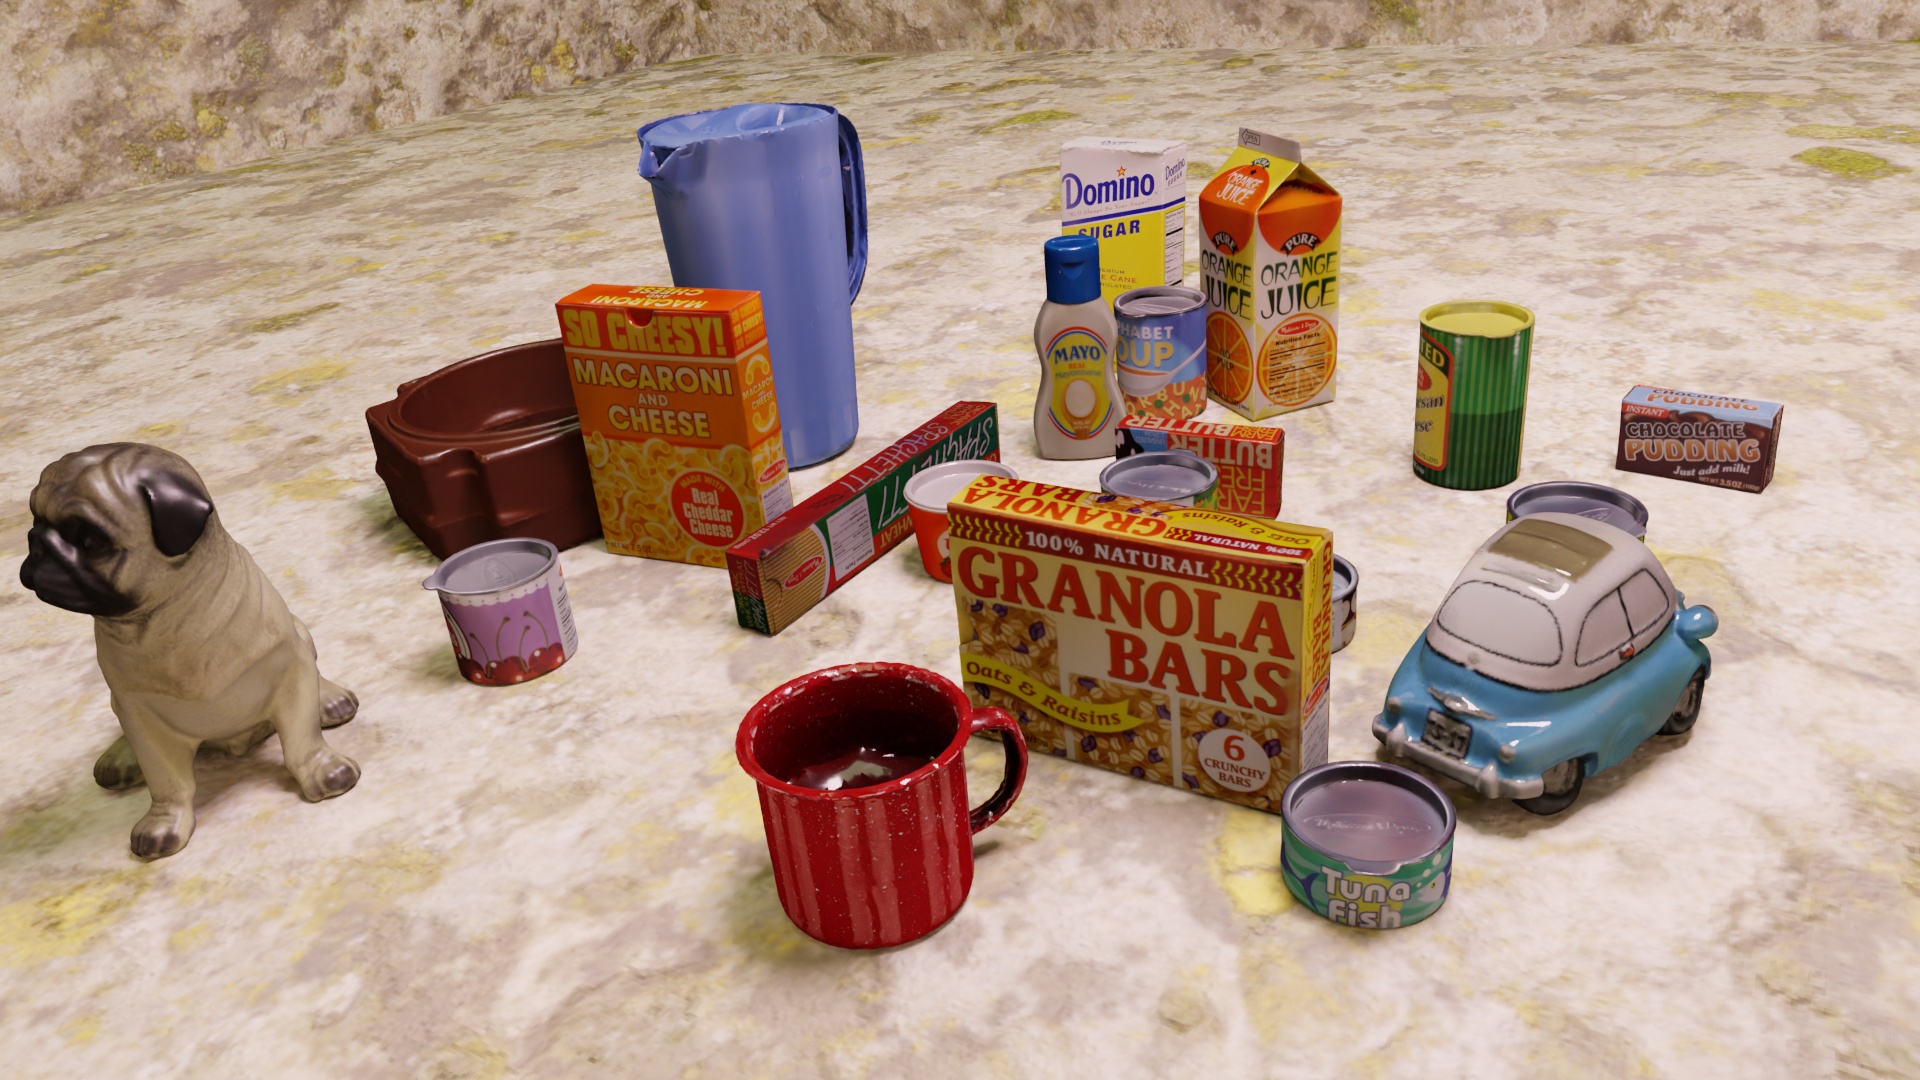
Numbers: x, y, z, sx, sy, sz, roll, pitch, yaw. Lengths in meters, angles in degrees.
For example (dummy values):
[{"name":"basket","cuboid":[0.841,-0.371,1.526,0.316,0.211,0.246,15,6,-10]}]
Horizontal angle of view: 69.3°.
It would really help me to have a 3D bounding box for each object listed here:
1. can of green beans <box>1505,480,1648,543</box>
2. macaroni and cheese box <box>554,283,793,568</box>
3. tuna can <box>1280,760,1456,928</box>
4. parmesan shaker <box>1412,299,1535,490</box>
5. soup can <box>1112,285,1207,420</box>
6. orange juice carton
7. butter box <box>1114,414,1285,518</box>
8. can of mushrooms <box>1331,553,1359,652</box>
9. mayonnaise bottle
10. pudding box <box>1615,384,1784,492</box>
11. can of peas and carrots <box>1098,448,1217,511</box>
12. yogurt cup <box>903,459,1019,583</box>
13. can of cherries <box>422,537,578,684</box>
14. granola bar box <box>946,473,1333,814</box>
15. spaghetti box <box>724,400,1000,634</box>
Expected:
[{"name":"can of green beans","cuboid":[0.312,0.009,0.711,0.071,0.057,0.071,-4,26,2]},{"name":"macaroni and cheese box","cuboid":[-0.169,-0.067,0.838,0.124,0.165,0.040,6,28,23]},{"name":"tuna can","cuboid":[0.159,0.120,0.545,0.071,0.032,0.071,-4,26,2]},{"name":"parmesan shaker","cuboid":[0.316,-0.089,0.858,0.071,0.102,0.071,-5,26,2]},{"name":"soup can","cuboid":[0.143,-0.134,1.005,0.071,0.083,0.071,-5,26,2]},{"name":"orange juice carton","cuboid":[0.218,-0.190,0.982,0.073,0.191,0.072,-15,27,-18]},{"name":"butter box","cuboid":[0.148,-0.046,0.861,0.103,0.053,0.024,7,29,25]},{"name":"can of mushrooms","cuboid":[0.173,0.030,0.723,0.071,0.033,0.071,-4,26,2]},{"name":"mayonnaise bottle","cuboid":[0.078,-0.129,0.935,0.065,0.147,0.041,-3,26,5]},{"name":"pudding box","cuboid":[0.445,-0.063,0.840,0.084,0.049,0.030,15,33,36]},{"name":"can of peas and carrots","cuboid":[0.114,-0.013,0.793,0.071,0.058,0.071,-5,26,2]},{"name":"yogurt cup","cuboid":[0.003,-0.010,0.816,0.072,0.053,0.073,-4,26,2]},{"name":"can of cherries","cuboid":[-0.251,0.039,0.761,0.071,0.058,0.072,-4,26,2]},{"name":"granola bar box","cuboid":[0.076,0.044,0.612,0.165,0.123,0.039,10,30,29]},{"name":"spaghetti box","cuboid":[-0.050,-0.022,0.854,0.029,0.050,0.251,11,31,31]}]
